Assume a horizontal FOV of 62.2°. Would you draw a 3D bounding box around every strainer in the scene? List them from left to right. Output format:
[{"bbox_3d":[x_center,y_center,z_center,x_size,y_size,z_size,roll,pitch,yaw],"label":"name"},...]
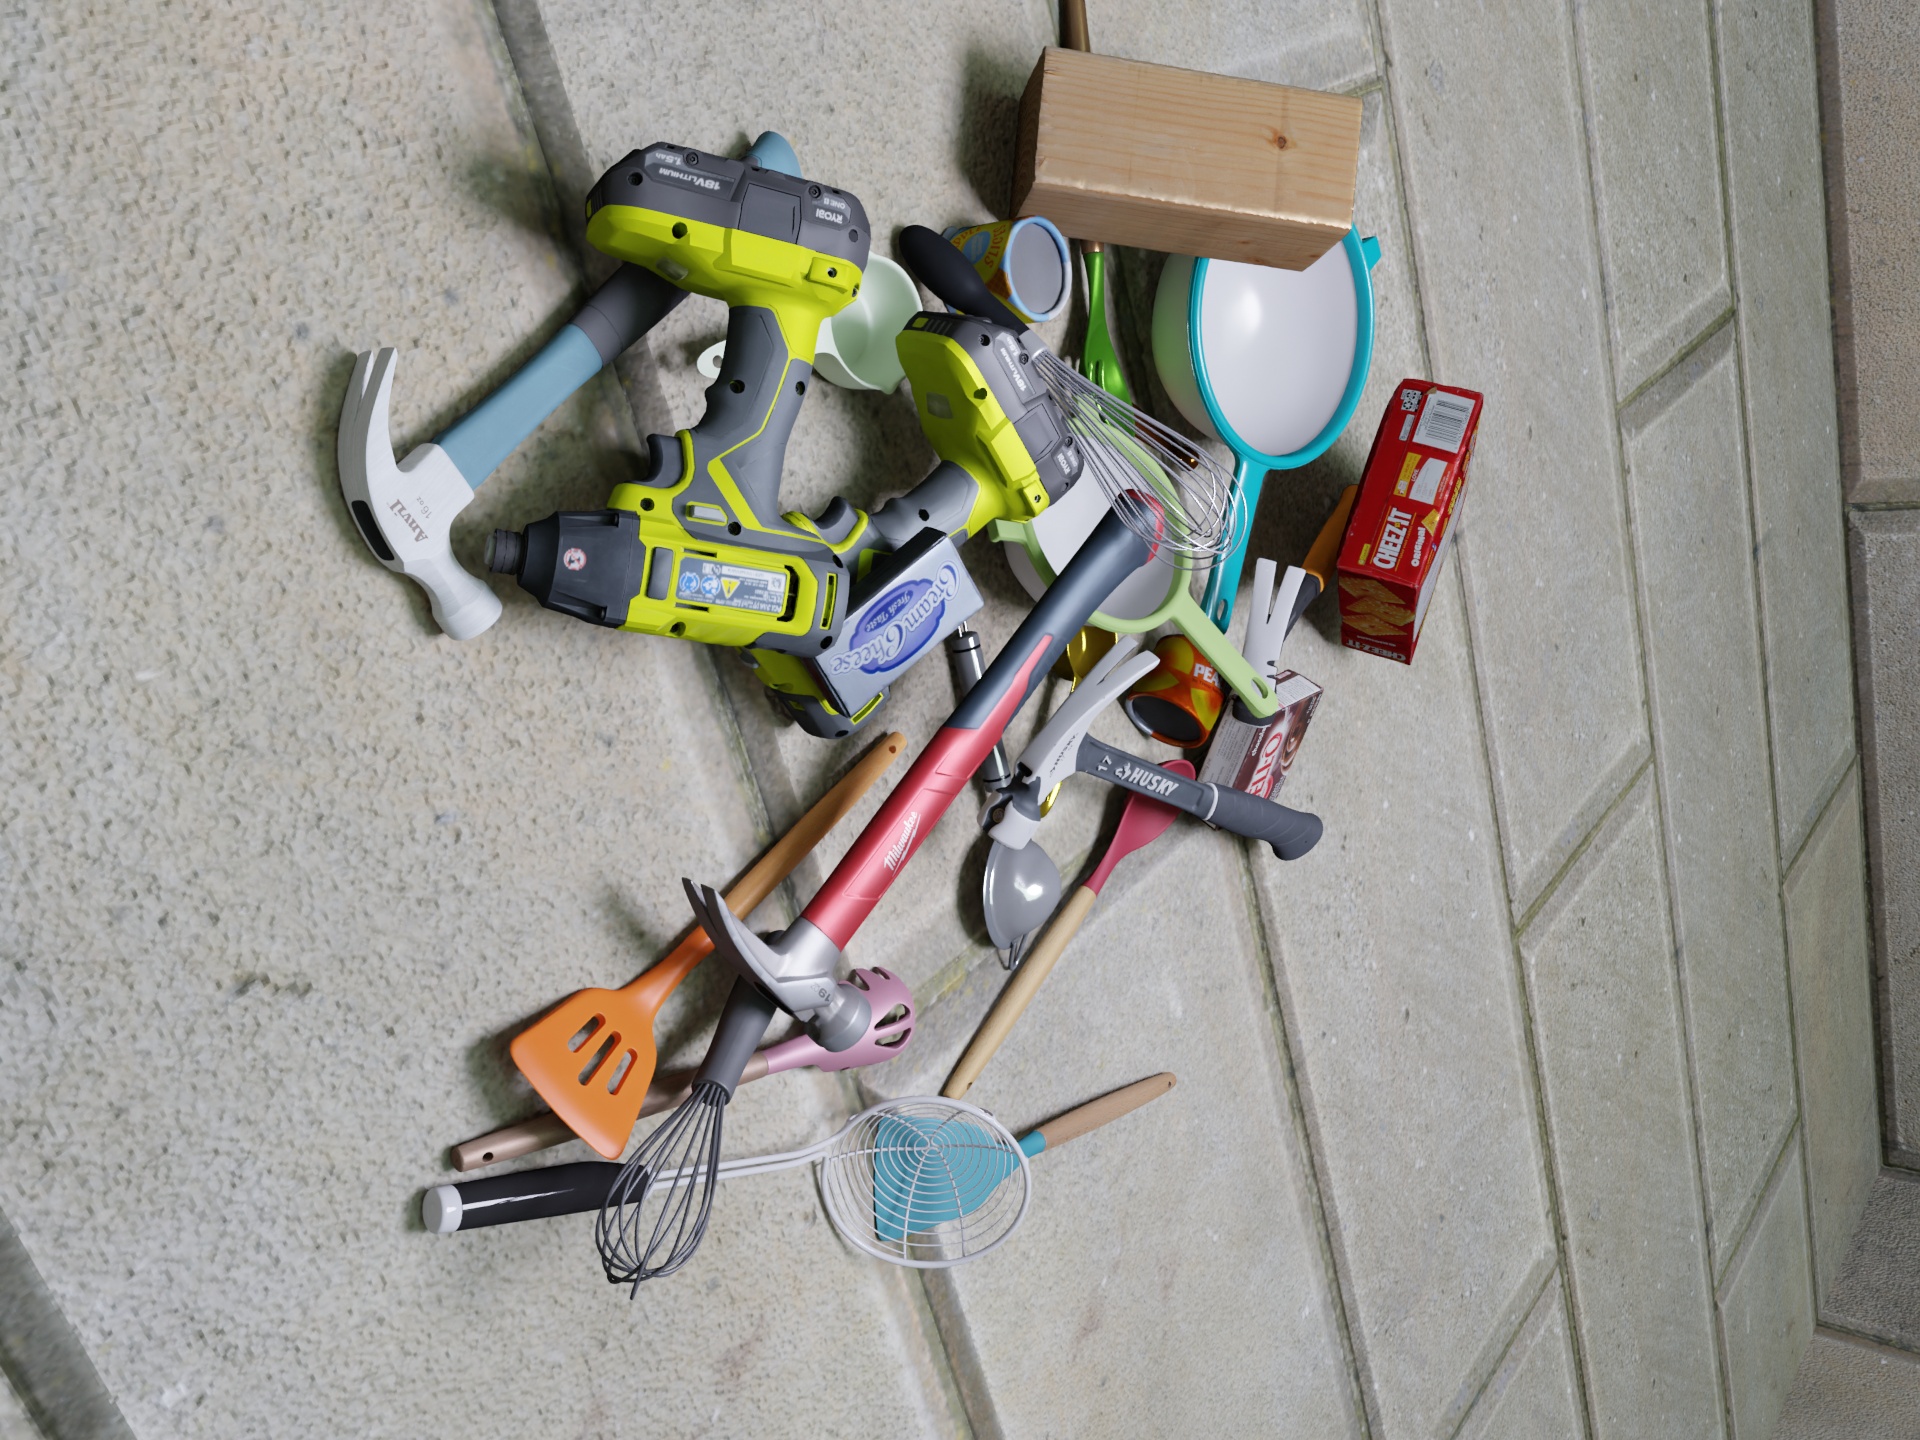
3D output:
[{"bbox_3d":[0.028,0.049,1.056,0.087,0.050,0.258,-37,117,-57],"label":"strainer"},{"bbox_3d":[0.115,-0.086,1.082,0.256,0.069,0.151,45,52,-18],"label":"strainer"},{"bbox_3d":[0.195,-0.231,1.178,0.210,0.095,0.340,12,90,-42],"label":"strainer"}]

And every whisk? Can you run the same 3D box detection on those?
[{"bbox_3d":[-0.132,0.199,0.846,0.055,0.055,0.239,64,29,-29],"label":"whisk"},{"bbox_3d":[0.064,-0.201,0.958,0.285,0.070,0.070,46,50,8],"label":"whisk"}]

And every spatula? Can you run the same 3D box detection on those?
[{"bbox_3d":[-0.122,0.104,0.894,0.081,0.041,0.323,51,53,-11],"label":"spatula"},{"bbox_3d":[0.060,0.287,1.124,0.317,0.044,0.082,-4,95,-52],"label":"spatula"}]

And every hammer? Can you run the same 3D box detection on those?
[{"bbox_3d":[-0.183,-0.197,0.808,0.331,0.033,0.128,-54,130,-30],"label":"hammer"},{"bbox_3d":[-0.001,-0.003,0.922,0.386,0.038,0.143,-53,128,-21],"label":"hammer"},{"bbox_3d":[0.168,0.049,1.130,0.408,0.036,0.149,19,108,-53],"label":"hammer"},{"bbox_3d":[0.279,-0.123,1.250,0.337,0.034,0.127,-48,148,-53],"label":"hammer"}]

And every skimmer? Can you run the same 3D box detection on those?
[{"bbox_3d":[-0.113,0.270,0.881,0.363,0.090,0.127,7,119,-45],"label":"skimmer"}]

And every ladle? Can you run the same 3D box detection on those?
[{"bbox_3d":[0.078,0.142,1.126,0.315,0.031,0.069,-52,144,-29],"label":"ladle"}]

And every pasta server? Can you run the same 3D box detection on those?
[{"bbox_3d":[-0.139,0.199,0.897,0.316,0.040,0.060,-9,100,-43],"label":"pasta server"}]

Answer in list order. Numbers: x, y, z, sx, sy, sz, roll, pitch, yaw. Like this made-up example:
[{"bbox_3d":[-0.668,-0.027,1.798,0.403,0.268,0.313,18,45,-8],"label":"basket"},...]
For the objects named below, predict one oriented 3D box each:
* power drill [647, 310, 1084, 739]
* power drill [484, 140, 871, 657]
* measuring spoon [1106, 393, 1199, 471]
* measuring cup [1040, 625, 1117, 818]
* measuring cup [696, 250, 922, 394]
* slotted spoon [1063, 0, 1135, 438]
[{"bbox_3d":[-0.053,-0.126,0.896,0.228,0.080,0.190,-45,127,-15],"label":"power drill"},{"bbox_3d":[-0.131,-0.151,0.772,0.171,0.080,0.223,8,91,-24],"label":"power drill"},{"bbox_3d":[0.145,-0.214,1.179,0.116,0.011,0.021,24,76,-45],"label":"measuring spoon"},{"bbox_3d":[0.068,-0.008,1.104,0.062,0.029,0.156,28,76,-45],"label":"measuring cup"},{"bbox_3d":[-0.092,-0.217,0.904,0.167,0.038,0.083,-26,114,-39],"label":"measuring cup"},{"bbox_3d":[0.090,-0.348,1.097,0.070,0.031,0.313,-18,105,-62],"label":"slotted spoon"}]
